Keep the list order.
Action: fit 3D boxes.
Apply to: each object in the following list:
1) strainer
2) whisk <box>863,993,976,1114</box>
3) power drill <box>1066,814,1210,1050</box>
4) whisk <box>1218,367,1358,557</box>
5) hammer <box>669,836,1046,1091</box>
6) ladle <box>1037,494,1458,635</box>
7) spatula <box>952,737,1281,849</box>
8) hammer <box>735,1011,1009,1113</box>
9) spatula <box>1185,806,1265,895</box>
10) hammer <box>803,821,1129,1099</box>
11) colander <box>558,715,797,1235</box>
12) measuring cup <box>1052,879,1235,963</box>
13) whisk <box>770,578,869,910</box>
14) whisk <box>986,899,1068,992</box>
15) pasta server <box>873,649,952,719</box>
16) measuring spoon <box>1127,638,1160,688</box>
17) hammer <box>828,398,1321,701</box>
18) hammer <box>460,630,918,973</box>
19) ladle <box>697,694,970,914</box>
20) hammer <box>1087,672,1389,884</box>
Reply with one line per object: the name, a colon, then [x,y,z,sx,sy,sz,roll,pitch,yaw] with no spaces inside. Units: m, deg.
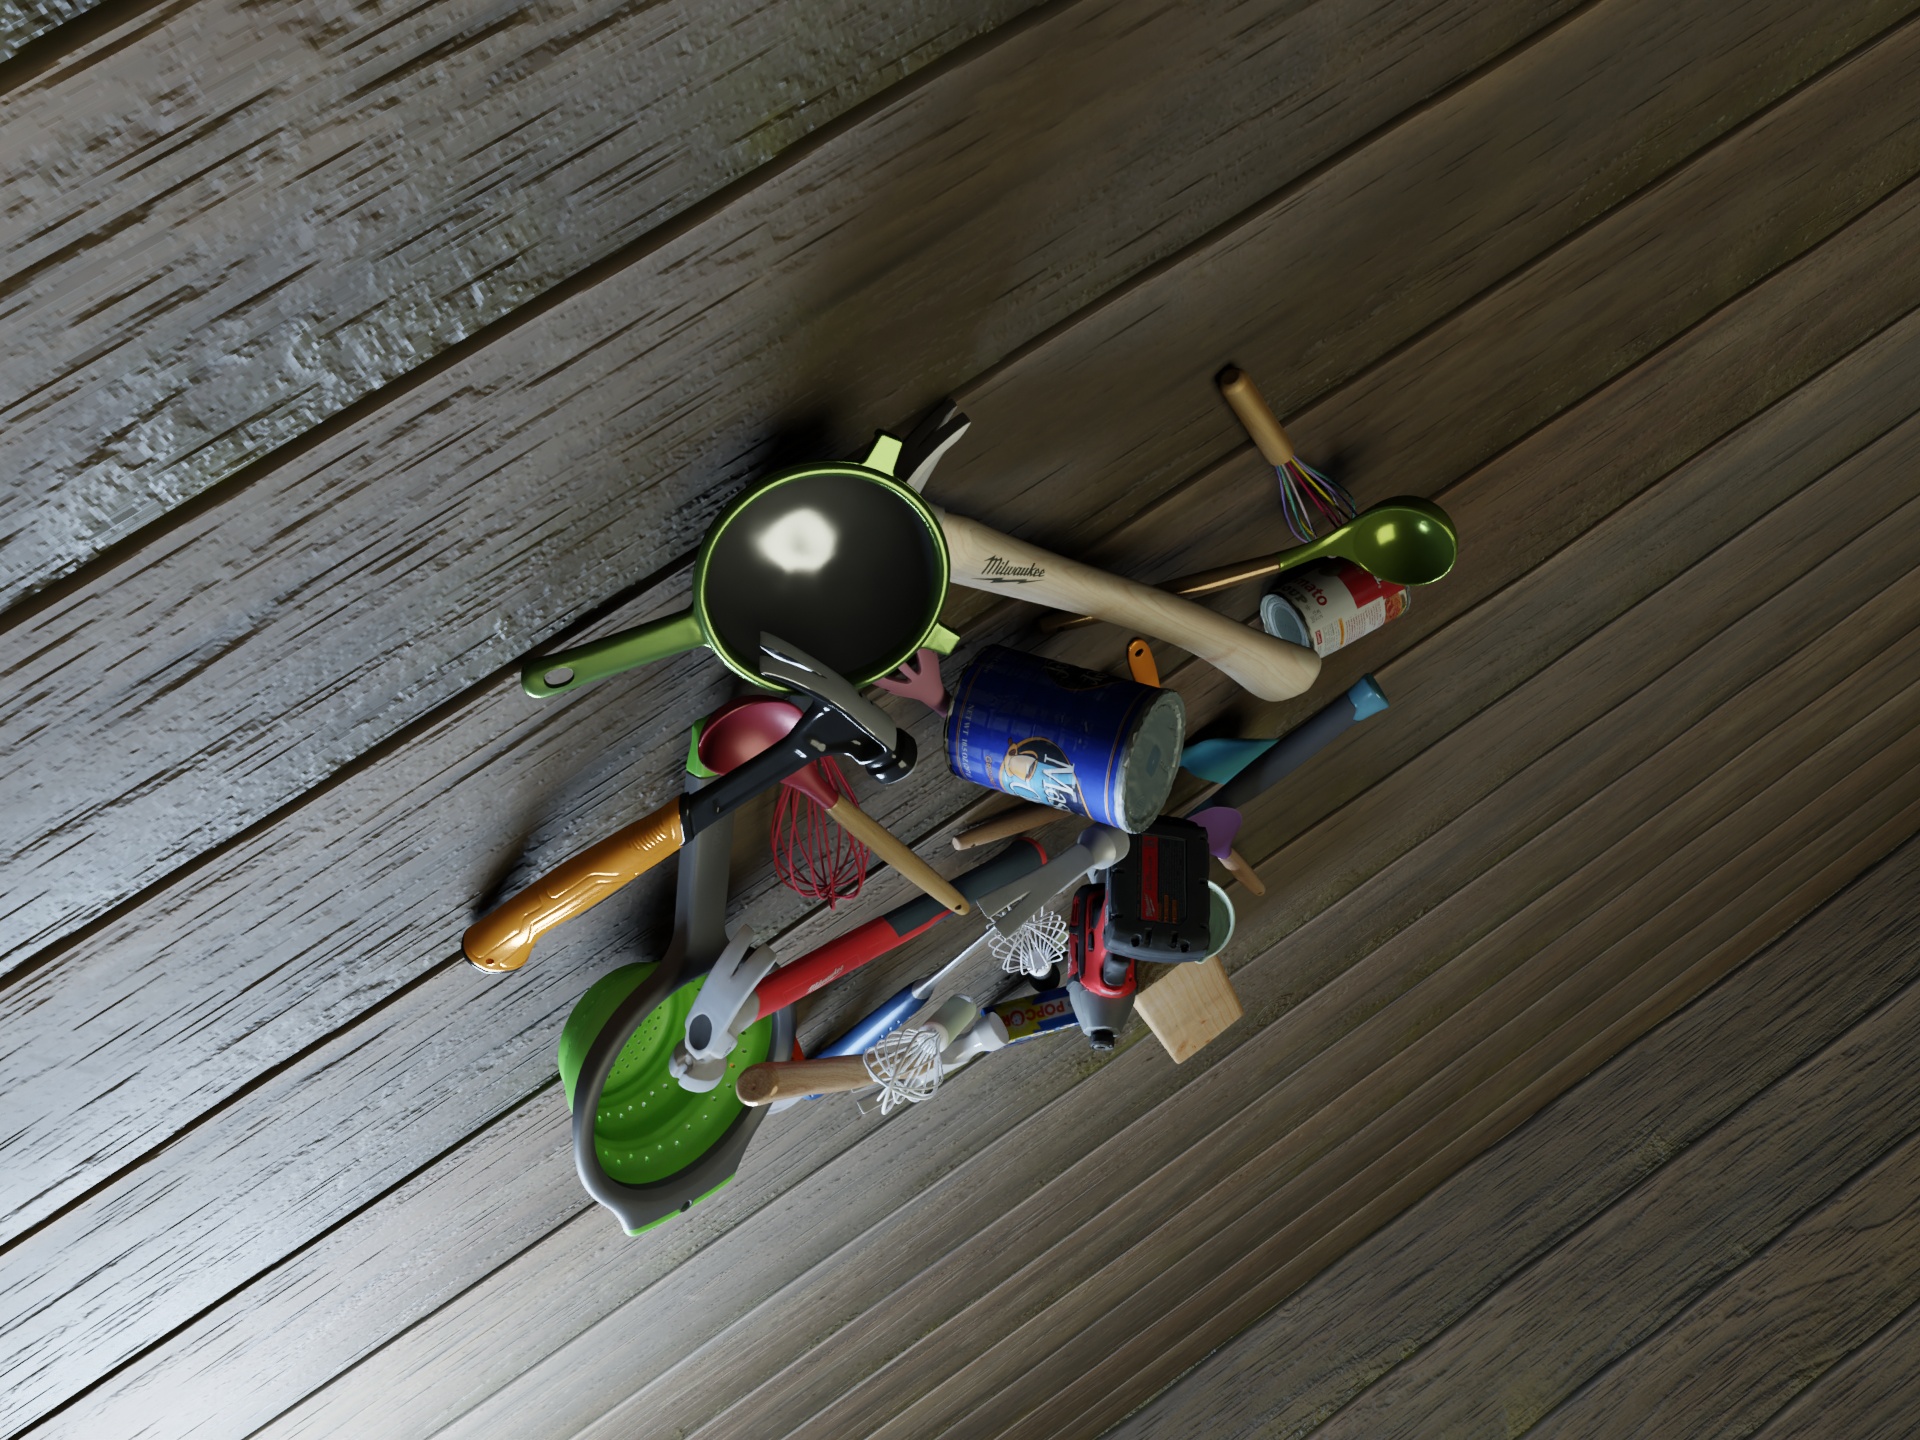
strainer: [-0.135,-0.076,0.934,0.256,0.069,0.151,-19,125,-3]
whisk: [-0.022,0.239,1.186,0.246,0.058,0.059,-11,122,-78]
power drill: [0.135,0.175,1.294,0.078,0.143,0.219,8,151,-6]
whisk: [0.246,-0.186,1.168,0.051,0.047,0.244,-43,142,8]
hammer: [-0.049,0.148,1.185,0.386,0.038,0.143,-22,149,-50]
ladle: [0.213,-0.101,1.170,0.320,0.062,0.078,-16,140,-8]
spatula: [0.136,0.065,1.348,0.317,0.044,0.082,-17,154,-26]
hammer: [-0.078,0.273,1.238,0.130,0.031,0.331,-31,161,16]
spatula: [0.245,0.122,1.436,0.060,0.018,0.315,-27,156,10]
hammer: [-0.028,0.209,1.262,0.144,0.035,0.405,-26,165,-48]
colander: [-0.211,0.168,1.125,0.204,0.095,0.397,-18,124,-48]
measuring cup: [0.168,0.191,1.460,0.167,0.083,0.038,-11,165,5]
whisk: [-0.101,0.024,1.080,0.073,0.073,0.295,-22,137,-22]
whisk: [0.065,0.207,1.401,0.070,0.070,0.284,-35,161,-5]
pasta server: [-0.002,-0.004,1.165,0.060,0.040,0.316,-41,149,3]
measuring spoon: [0.153,-0.031,1.283,0.021,0.011,0.116,-36,145,-4]
hammer: [0.110,-0.090,1.089,0.410,0.038,0.146,15,119,-36]
hammer: [-0.193,0.068,0.981,0.337,0.034,0.127,-32,131,23]
ladle: [-0.073,0.065,1.072,0.069,0.031,0.315,-35,138,9]
hammer: [0.236,0.064,1.371,0.128,0.033,0.331,5,143,-48]
